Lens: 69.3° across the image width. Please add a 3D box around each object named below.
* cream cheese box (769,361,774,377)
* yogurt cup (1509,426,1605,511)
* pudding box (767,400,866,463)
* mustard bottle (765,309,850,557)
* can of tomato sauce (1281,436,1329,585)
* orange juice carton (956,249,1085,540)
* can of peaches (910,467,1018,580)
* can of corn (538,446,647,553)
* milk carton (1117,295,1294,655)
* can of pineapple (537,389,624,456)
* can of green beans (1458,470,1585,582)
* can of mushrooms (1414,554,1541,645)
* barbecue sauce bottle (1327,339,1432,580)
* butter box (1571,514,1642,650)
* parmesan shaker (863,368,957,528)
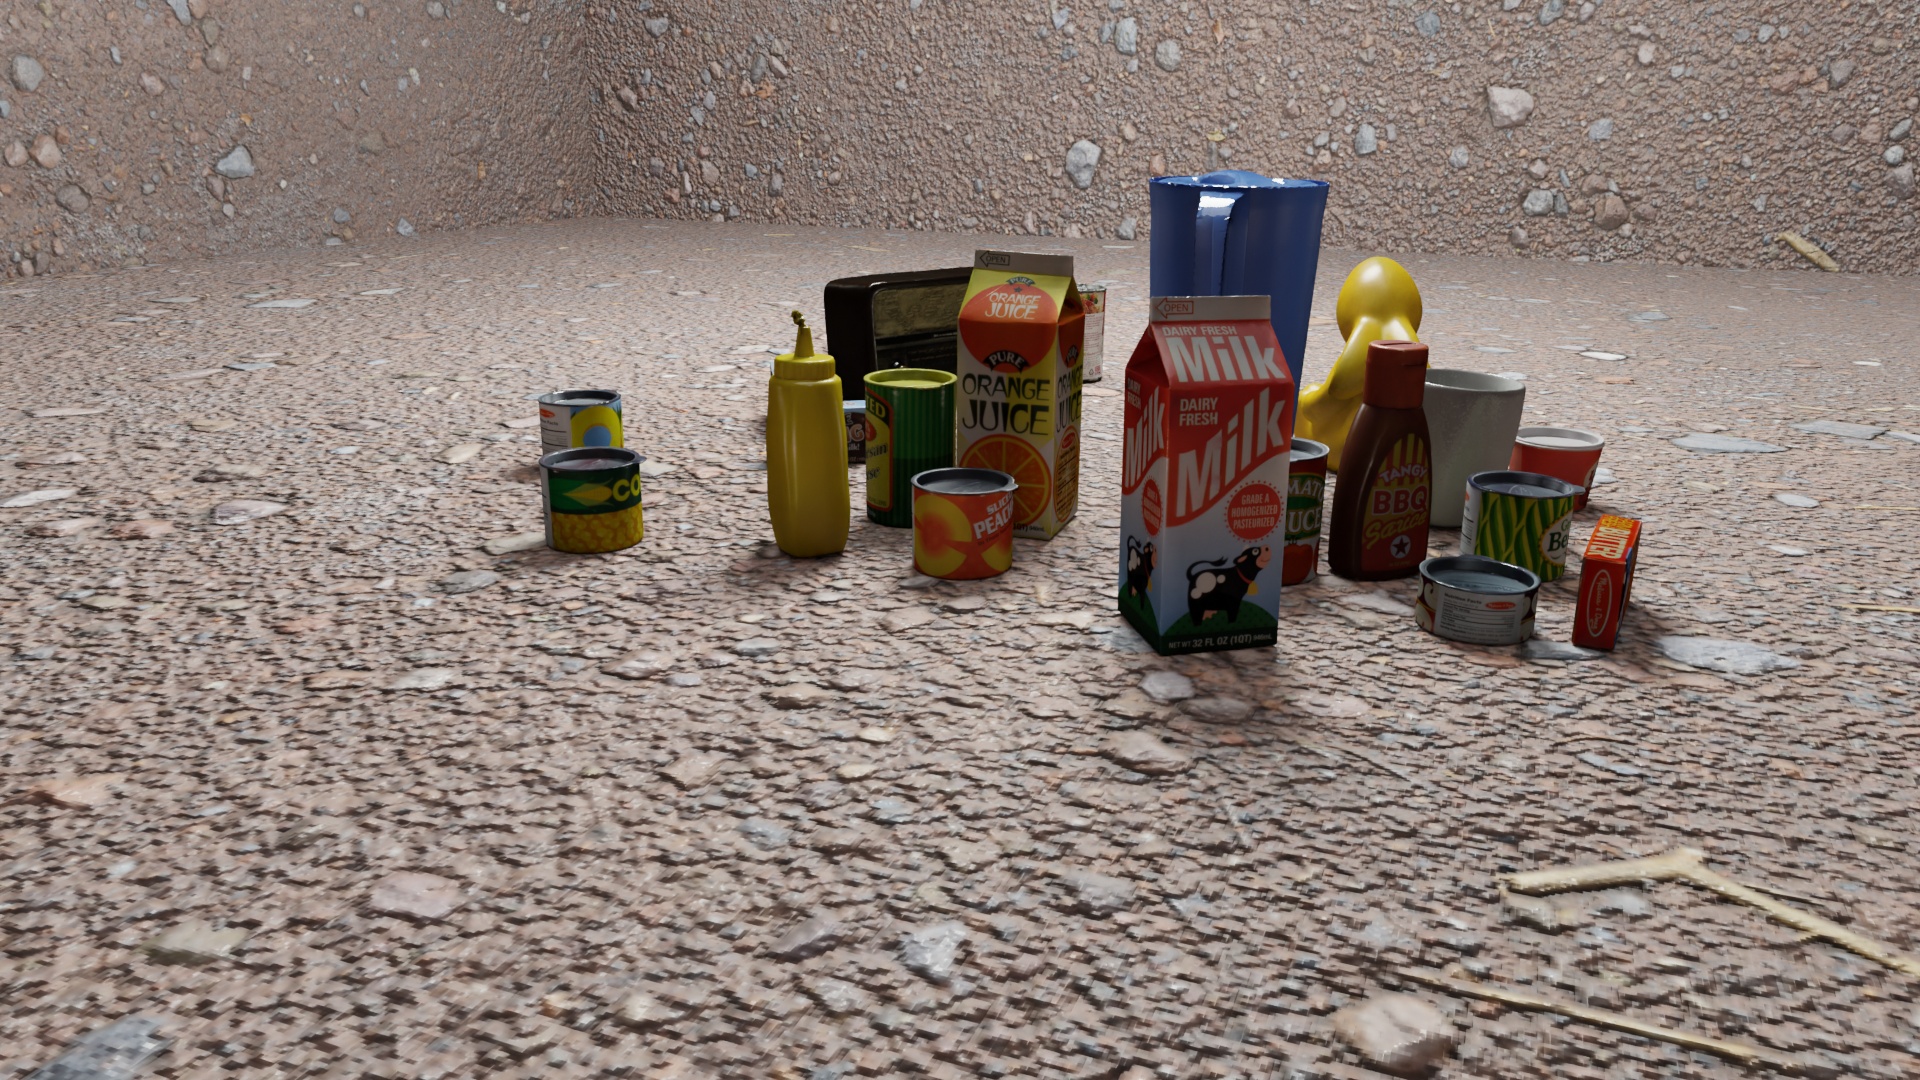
[{"bbox_3d":[-0.161,-0.131,1.281,0.024,0.053,0.104,-3,17,-10],"label":"cream cheese box"},{"bbox_3d":[0.449,-0.054,1.055,0.072,0.053,0.072,1,17,0],"label":"yogurt cup"},{"bbox_3d":[-0.118,-0.091,1.158,0.084,0.049,0.030,-1,17,-6],"label":"pudding box"},{"bbox_3d":[-0.101,-0.071,0.911,0.049,0.159,0.065,-7,18,-24],"label":"mustard bottle"},{"bbox_3d":[0.199,-0.020,0.886,0.071,0.082,0.071,1,17,0],"label":"can of tomato sauce"},{"bbox_3d":[0.042,-0.104,0.969,0.072,0.192,0.073,6,18,18],"label":"orange juice carton"},{"bbox_3d":[0.003,-0.011,0.894,0.071,0.058,0.071,1,17,0],"label":"can of peaches"},{"bbox_3d":[-0.246,-0.028,0.938,0.071,0.058,0.071,1,17,0],"label":"can of corn"},{"bbox_3d":[0.134,-0.040,0.768,0.072,0.189,0.073,-3,17,-13],"label":"milk carton"},{"bbox_3d":[-0.308,-0.090,1.135,0.071,0.057,0.071,1,17,0],"label":"can of pineapple"},{"bbox_3d":[0.361,-0.010,0.903,0.071,0.057,0.071,1,17,0],"label":"can of green beans"},{"bbox_3d":[0.298,0.033,0.803,0.071,0.033,0.071,1,17,0],"label":"can of mushrooms"},{"bbox_3d":[0.270,-0.051,0.881,0.065,0.148,0.044,-6,18,-21],"label":"barbecue sauce bottle"},{"bbox_3d":[0.376,0.022,0.808,0.024,0.053,0.104,10,19,28],"label":"butter box"},{"bbox_3d":[-0.035,-0.066,0.992,0.071,0.102,0.071,1,17,0],"label":"parmesan shaker"}]
